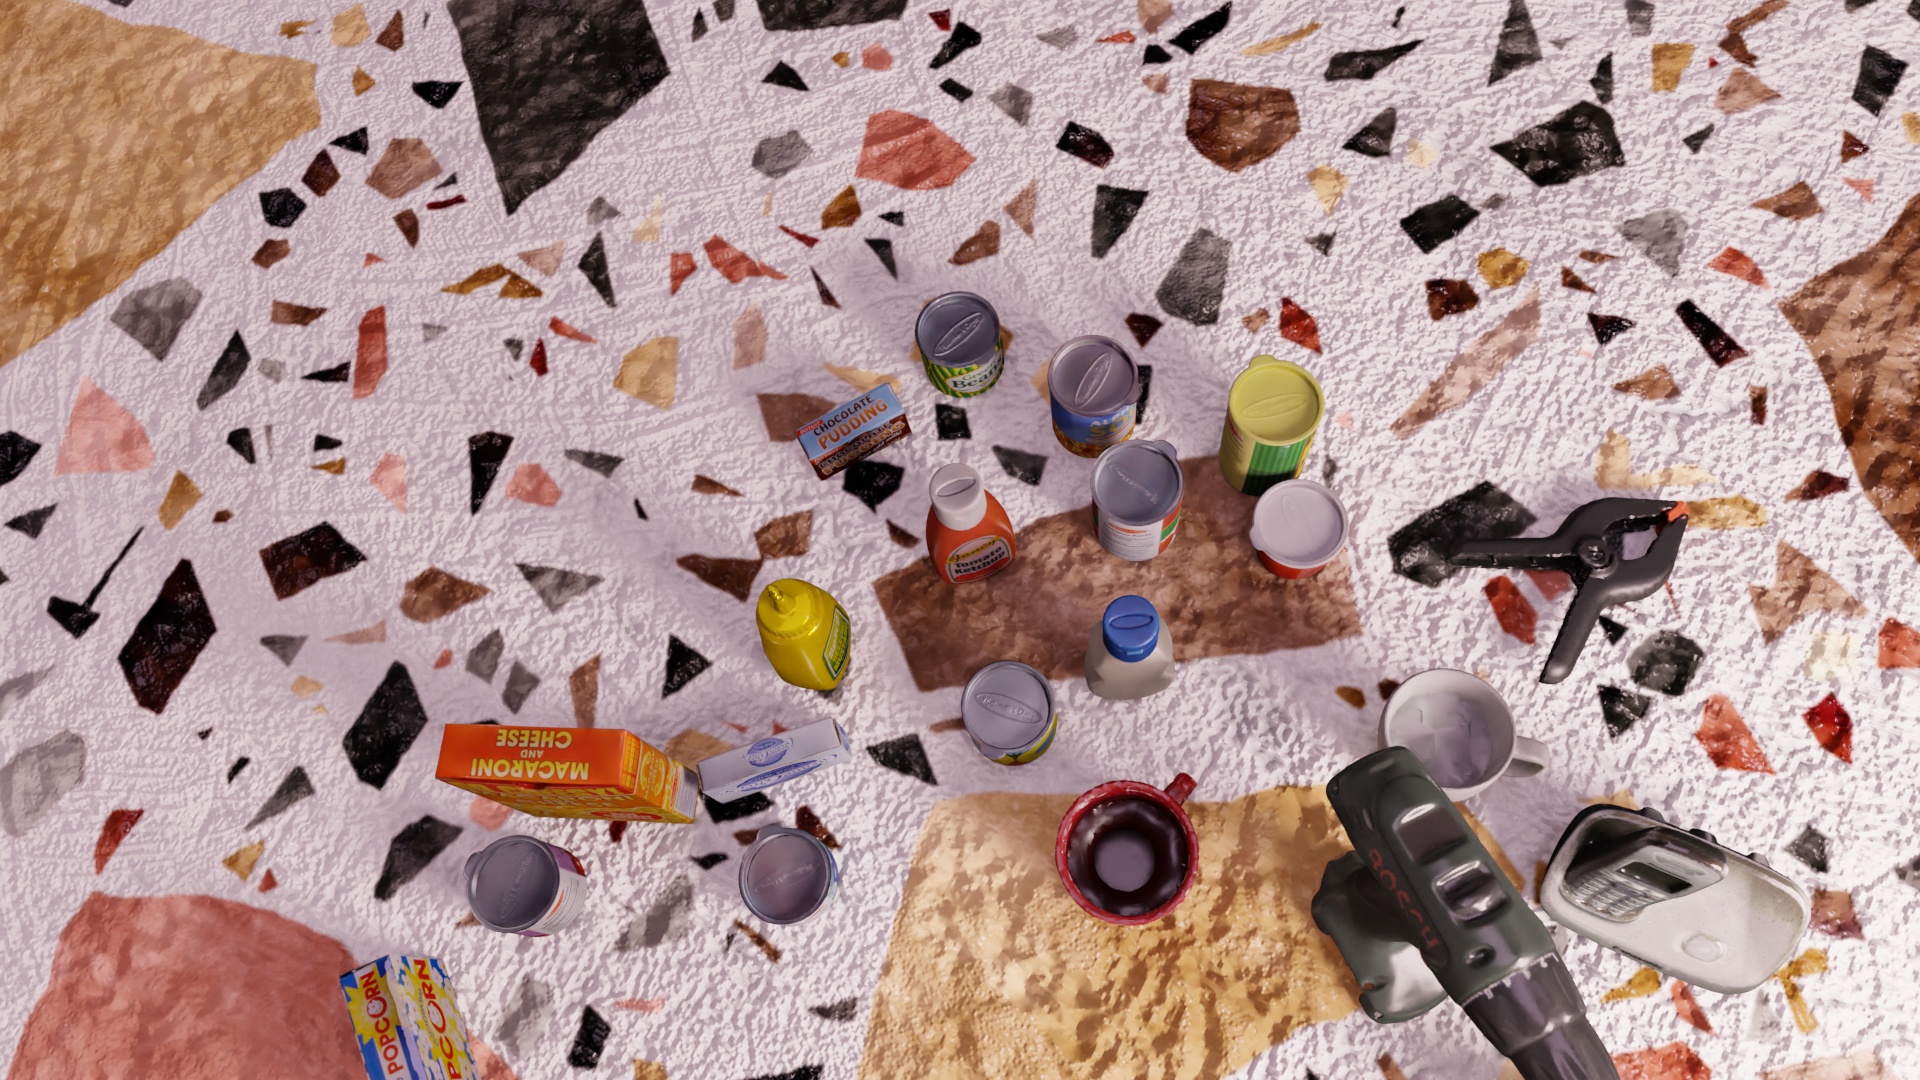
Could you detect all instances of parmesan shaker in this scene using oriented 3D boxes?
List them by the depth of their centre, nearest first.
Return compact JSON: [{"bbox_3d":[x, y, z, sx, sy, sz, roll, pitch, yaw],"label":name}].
[{"bbox_3d":[0.225,-0.083,1.018,0.071,0.102,0.071,-2,71,5],"label":"parmesan shaker"}]

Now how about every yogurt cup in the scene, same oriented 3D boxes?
[{"bbox_3d":[0.245,-0.005,1.014,0.072,0.053,0.072,-2,70,5],"label":"yogurt cup"}]

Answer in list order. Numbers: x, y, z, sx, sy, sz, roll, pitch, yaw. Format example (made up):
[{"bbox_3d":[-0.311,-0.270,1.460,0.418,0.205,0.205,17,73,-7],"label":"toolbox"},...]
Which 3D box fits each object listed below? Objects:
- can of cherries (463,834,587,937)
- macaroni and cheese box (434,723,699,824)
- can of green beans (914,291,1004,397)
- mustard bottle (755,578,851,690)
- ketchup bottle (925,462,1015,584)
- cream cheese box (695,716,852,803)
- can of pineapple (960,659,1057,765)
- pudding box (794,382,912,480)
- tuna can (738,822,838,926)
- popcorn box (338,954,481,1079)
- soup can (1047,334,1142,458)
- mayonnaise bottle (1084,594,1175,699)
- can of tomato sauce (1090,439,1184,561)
[{"bbox_3d":[-0.307,0.243,0.981,0.071,0.058,0.071,-2,71,5],"label":"can of cherries"},{"bbox_3d":[-0.261,0.162,0.948,0.124,0.166,0.040,1,71,6],"label":"macaroni and cheese box"},{"bbox_3d":[0.000,-0.153,1.091,0.071,0.057,0.071,-2,71,5],"label":"can of green beans"},{"bbox_3d":[-0.112,0.061,0.972,0.049,0.159,0.065,8,72,9],"label":"mustard bottle"},{"bbox_3d":[0.004,-0.012,0.992,0.065,0.148,0.043,-22,70,-2],"label":"ketchup bottle"},{"bbox_3d":[-0.132,0.158,0.996,0.104,0.053,0.024,-19,70,-1],"label":"cream cheese box"},{"bbox_3d":[0.034,0.125,0.988,0.071,0.057,0.071,-2,71,5],"label":"can of pineapple"},{"bbox_3d":[-0.082,-0.085,1.080,0.084,0.049,0.030,-28,70,-4],"label":"pudding box"},{"bbox_3d":[-0.121,0.235,0.978,0.071,0.032,0.071,-2,70,5],"label":"tuna can"},{"bbox_3d":[-0.365,0.347,0.936,0.038,0.085,0.127,-26,70,-3],"label":"popcorn box"},{"bbox_3d":[0.103,-0.106,1.049,0.071,0.083,0.071,-2,71,5],"label":"soup can"},{"bbox_3d":[0.116,0.074,0.950,0.065,0.147,0.041,-7,70,4],"label":"mayonnaise bottle"},{"bbox_3d":[0.130,-0.030,1.020,0.071,0.083,0.071,-2,71,5],"label":"can of tomato sauce"}]
